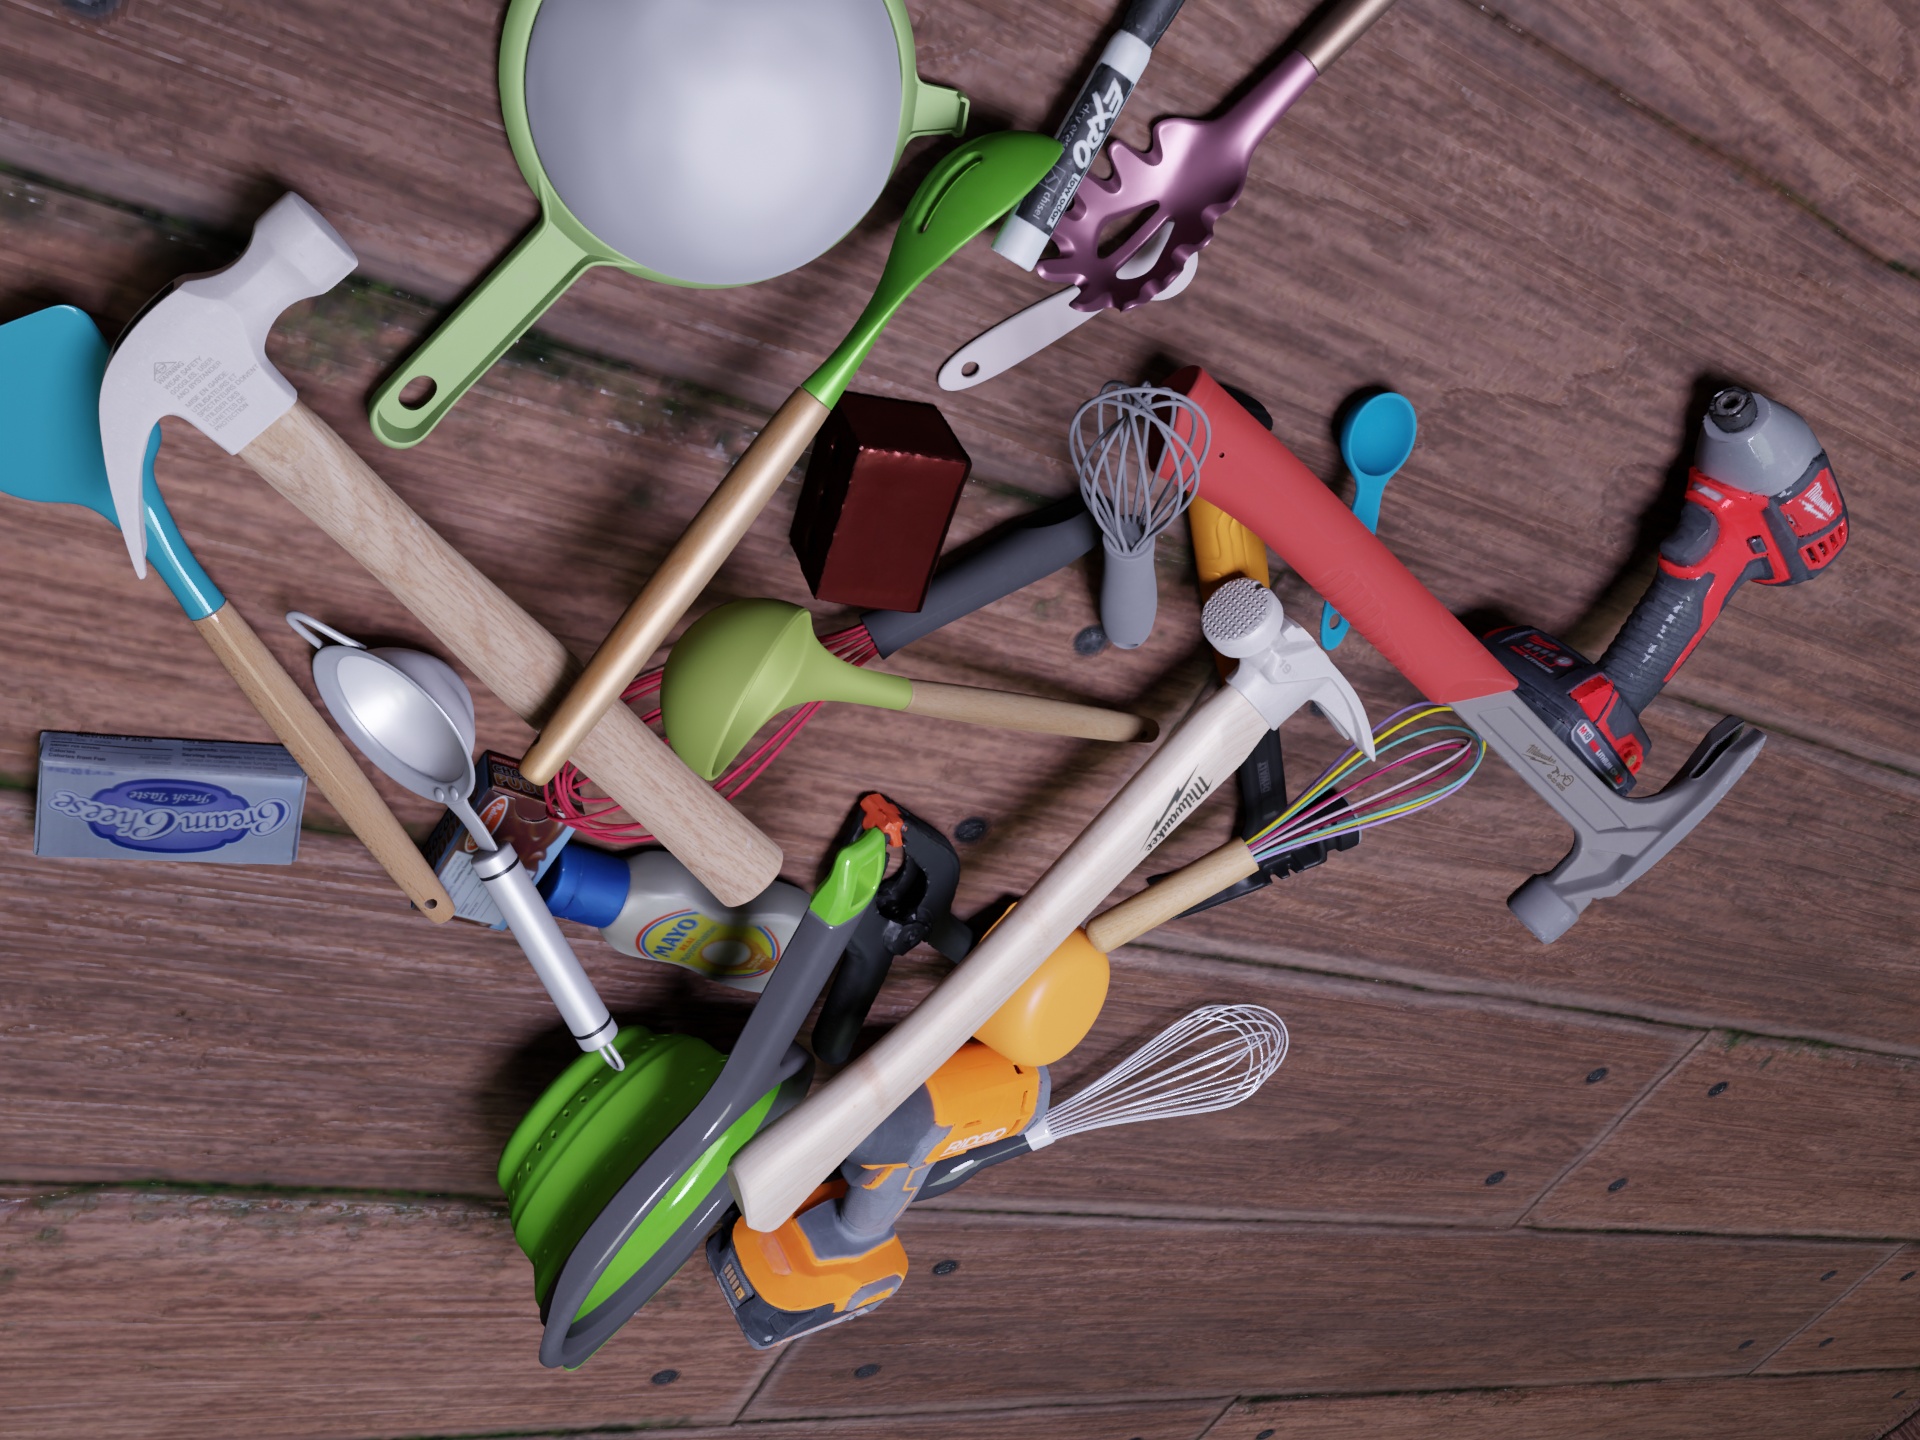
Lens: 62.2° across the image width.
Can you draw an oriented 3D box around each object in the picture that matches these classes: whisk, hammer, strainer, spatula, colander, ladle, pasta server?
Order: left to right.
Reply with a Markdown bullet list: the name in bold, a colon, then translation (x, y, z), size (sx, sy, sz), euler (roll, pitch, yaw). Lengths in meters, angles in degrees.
- **spatula**: translation (-0.287, -0.019, 0.635), size (0.082, 0.044, 0.317), euler (-27, 127, -4)
- **strainer**: translation (-0.209, 0.054, 0.701), size (0.050, 0.087, 0.258), euler (-44, 119, -41)
- **hammer**: translation (-0.182, -0.030, 0.617), size (0.130, 0.031, 0.331), euler (-40, 124, 0)
- **strainer**: translation (-0.119, -0.176, 0.564), size (0.256, 0.069, 0.151), euler (-41, 132, 12)
- **colander**: translation (-0.145, 0.173, 0.803), size (0.204, 0.094, 0.397), euler (-35, 159, -52)
- **whisk**: translation (-0.058, -0.028, 0.730), size (0.296, 0.073, 0.073), euler (-29, 134, -4)
- **ladle**: translation (-0.001, -0.002, 0.714), size (0.320, 0.062, 0.078), euler (8, 119, -47)
- **hammer**: translation (0.040, 0.113, 0.815), size (0.410, 0.038, 0.146), euler (-46, 133, 5)
- **whisk**: translation (0.081, 0.256, 1.039), size (0.284, 0.070, 0.070), euler (-24, 134, 5)
- **whisk**: translation (0.077, -0.080, 0.695), size (0.055, 0.055, 0.238), euler (-23, 161, -3)
- **hammer**: translation (0.142, -0.025, 0.833), size (0.127, 0.034, 0.336), euler (-22, 134, -5)
- **whisk**: translation (0.180, 0.065, 0.875), size (0.245, 0.051, 0.047), euler (-30, 140, 5)
- **pasta server**: translation (0.154, -0.277, 0.614), size (0.316, 0.060, 0.040), euler (-43, 173, 13)
- **hammer**: translation (0.225, -0.043, 0.744), size (0.358, 0.037, 0.149), euler (39, 100, -22)

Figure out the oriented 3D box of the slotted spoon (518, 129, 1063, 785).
- **slotted spoon**: translation (-0.070, -0.101, 0.602), size (0.031, 0.070, 0.314), euler (36, 94, -26)

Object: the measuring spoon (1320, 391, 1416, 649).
- **measuring spoon**: translation (0.189, -0.098, 0.777), size (0.042, 0.021, 0.128), euler (-2, 112, -30)

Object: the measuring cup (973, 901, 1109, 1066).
- **measuring cup**: translation (0.017, 0.168, 0.882), size (0.173, 0.052, 0.095), euler (-27, 132, -41)

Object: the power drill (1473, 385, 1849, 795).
- **power drill**: translation (0.372, -0.069, 0.847), size (0.219, 0.079, 0.143), euler (-48, 134, 5)

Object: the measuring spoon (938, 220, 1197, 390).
- **measuring spoon**: translation (0.047, -0.170, 0.675), size (0.124, 0.018, 0.034), euler (-29, 134, 4)

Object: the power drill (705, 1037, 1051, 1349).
- **power drill**: translation (-0.063, 0.278, 0.947), size (0.164, 0.084, 0.226), euler (0, 134, -46)
